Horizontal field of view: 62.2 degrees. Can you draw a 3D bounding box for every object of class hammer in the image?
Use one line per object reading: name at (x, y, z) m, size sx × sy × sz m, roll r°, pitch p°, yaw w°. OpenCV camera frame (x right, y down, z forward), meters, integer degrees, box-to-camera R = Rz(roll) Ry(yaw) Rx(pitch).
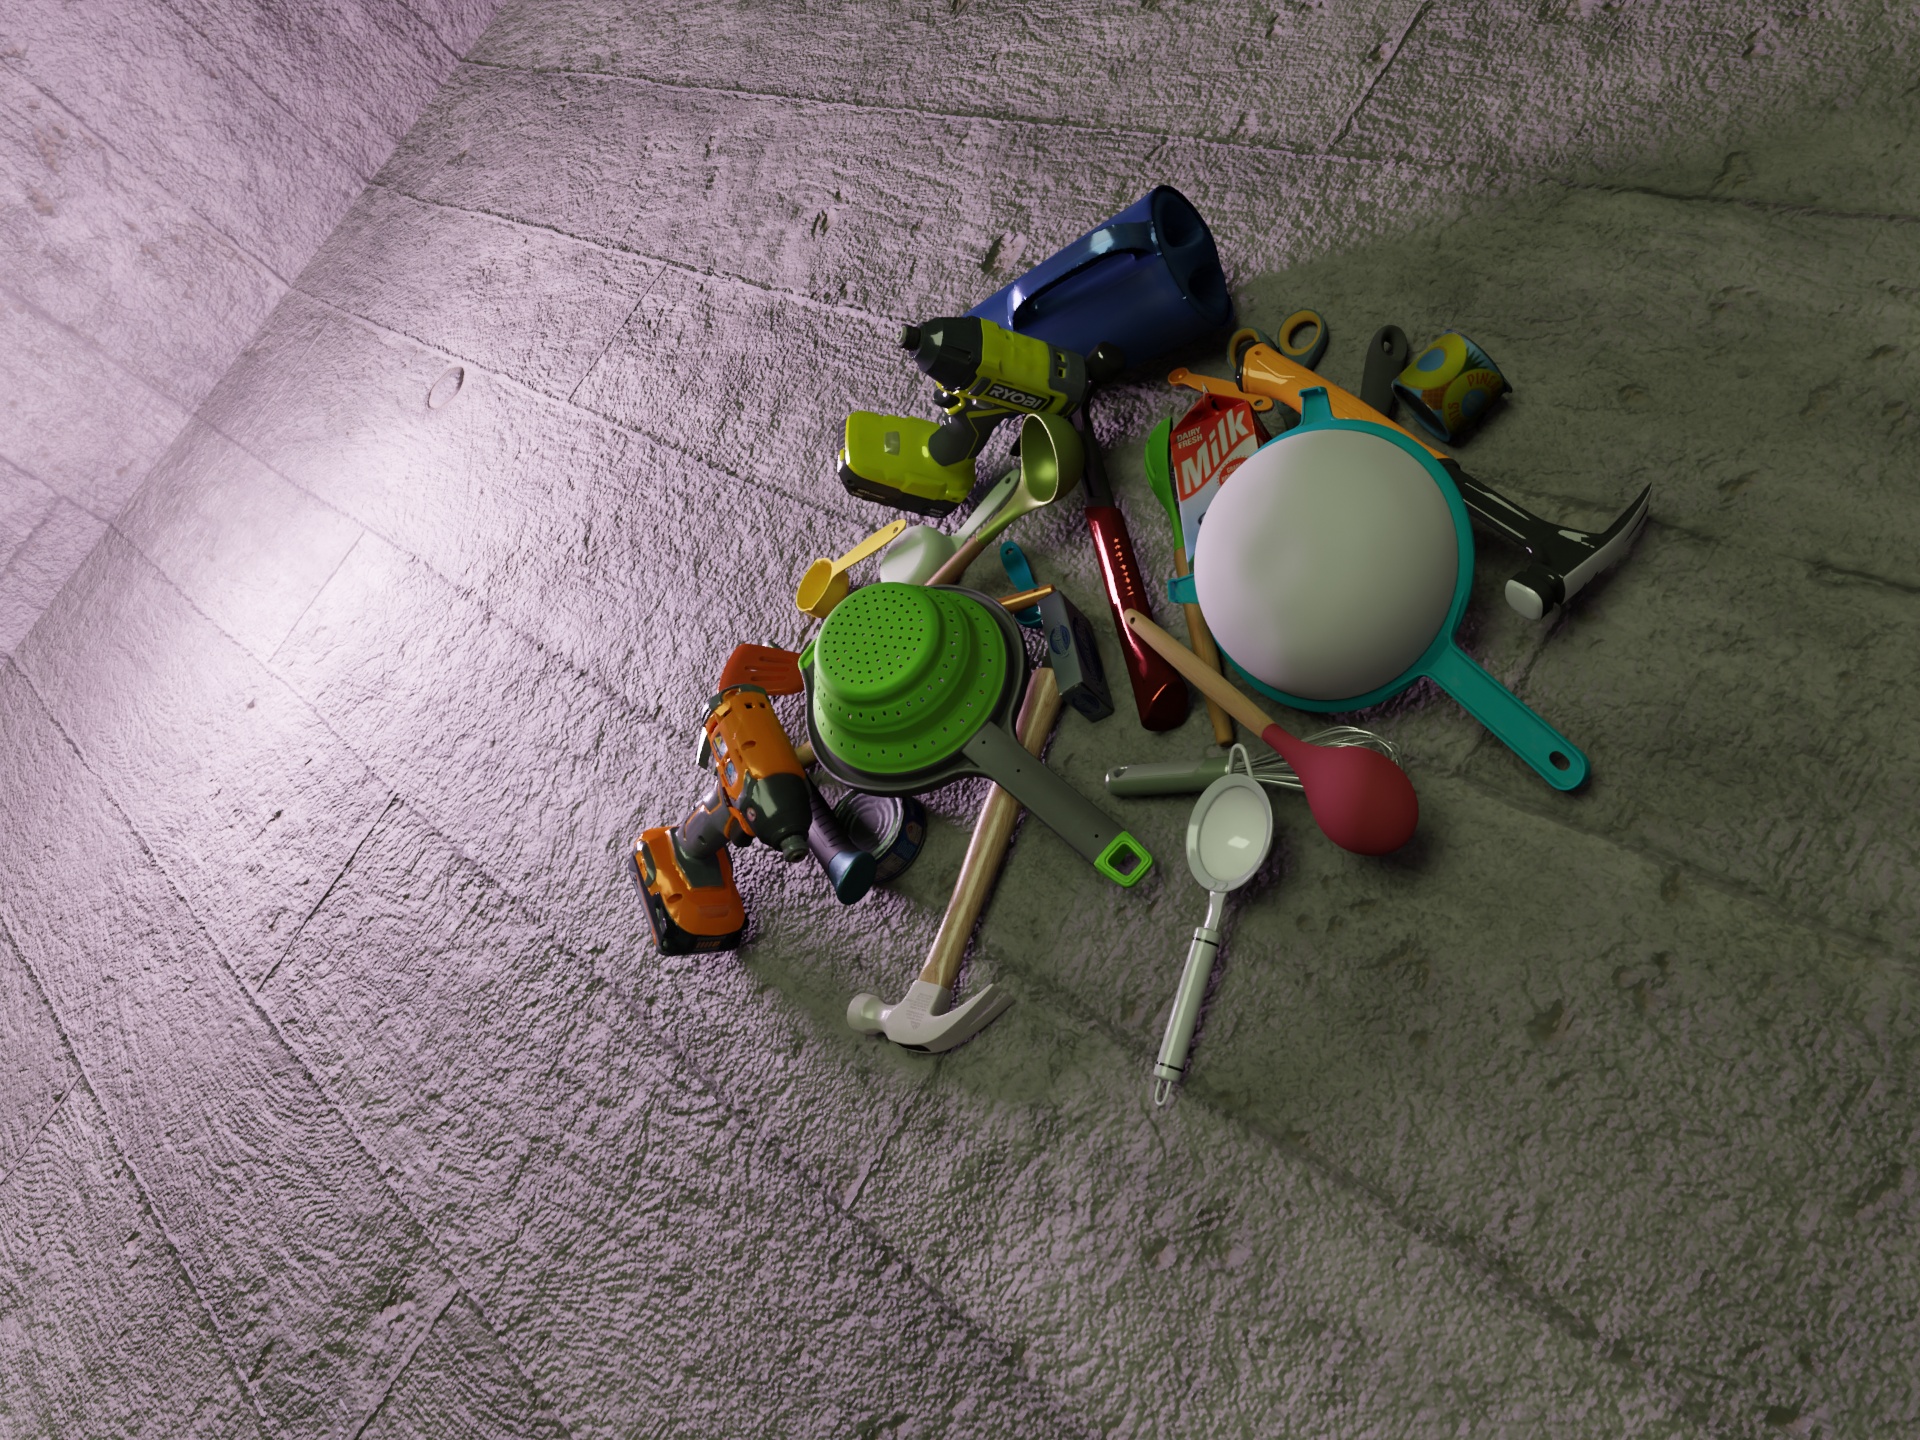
hammer at (0.122, -0.144, 1.339) m, size 0.149 × 0.036 × 0.359 m, roll -47°, pitch 44°, yaw 44°
hammer at (0.021, 0.107, 1.275) m, size 0.130 × 0.031 × 0.331 m, roll 6°, pitch 66°, yaw 40°
hammer at (0.335, -0.201, 1.173) m, size 0.127 × 0.034 × 0.337 m, roll -38°, pitch 54°, yaw -13°
hammer at (-0.149, 0.052, 1.398) m, size 0.128 × 0.033 × 0.331 m, roll -49°, pitch 39°, yaw 7°

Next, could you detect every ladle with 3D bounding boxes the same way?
ladle at (-0.007, -0.145, 1.401) m, size 0.320 × 0.062 × 0.078 m, roll -44°, pitch 52°, yaw 25°
ladle at (0.207, -0.006, 1.141) m, size 0.316 × 0.031 × 0.069 m, roll 46°, pitch 116°, yaw 46°

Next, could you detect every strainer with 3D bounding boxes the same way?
strainer at (0.279, -0.069, 1.083) m, size 0.341 × 0.095 × 0.211 m, roll 47°, pitch 117°, yaw 29°
strainer at (0.177, 0.146, 1.122) m, size 0.087 × 0.050 × 0.258 m, roll 2°, pitch 71°, yaw 58°

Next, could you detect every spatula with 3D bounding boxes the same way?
spatula at (-0.067, -0.074, 1.410) m, size 0.322 × 0.041 × 0.081 m, roll -17°, pitch 34°, yaw 23°

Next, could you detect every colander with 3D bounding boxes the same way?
colander at (-0.002, -0.004, 1.262) m, size 0.204 × 0.094 × 0.397 m, roll -46°, pitch 54°, yaw -6°

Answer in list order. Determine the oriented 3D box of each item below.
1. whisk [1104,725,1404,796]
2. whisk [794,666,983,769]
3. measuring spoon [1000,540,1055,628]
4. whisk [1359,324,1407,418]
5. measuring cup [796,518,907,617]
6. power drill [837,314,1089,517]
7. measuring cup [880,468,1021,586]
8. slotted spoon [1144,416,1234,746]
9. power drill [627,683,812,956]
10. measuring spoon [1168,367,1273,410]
whisk at (0.209, 0.037, 1.169) m, size 0.246 × 0.059 × 0.058 m, roll -7°, pitch 33°, yaw 39°
whisk at (-0.065, -0.005, 1.410) m, size 0.245 × 0.047 × 0.051 m, roll -29°, pitch 37°, yaw 25°
measuring spoon at (0.059, -0.120, 1.409) m, size 0.042 × 0.021 × 0.129 m, roll -32°, pitch 38°, yaw 10°
whisk at (0.311, -0.197, 1.235) m, size 0.073 × 0.073 × 0.296 m, roll -2°, pitch 55°, yaw 36°
measuring cup at (-0.097, -0.145, 1.508) m, size 0.156 × 0.029 × 0.062 m, roll -29°, pitch 45°, yaw 36°
power drill at (-0.015, -0.274, 1.411) m, size 0.223 × 0.171 × 0.080 m, roll -37°, pitch 49°, yaw 53°
measuring cup at (-0.011, -0.175, 1.460) m, size 0.167 × 0.038 × 0.083 m, roll -46°, pitch 42°, yaw 18°
slotted spoon at (0.184, -0.117, 1.287) m, size 0.031 × 0.070 × 0.314 m, roll -9°, pitch 60°, yaw 2°
power drill at (-0.196, 0.102, 1.339) m, size 0.226 × 0.084 × 0.164 m, roll -57°, pitch 48°, yaw 36°
measuring spoon at (0.228, -0.287, 1.391) m, size 0.117 × 0.011 × 0.021 m, roll 31°, pitch 74°, yaw 41°
